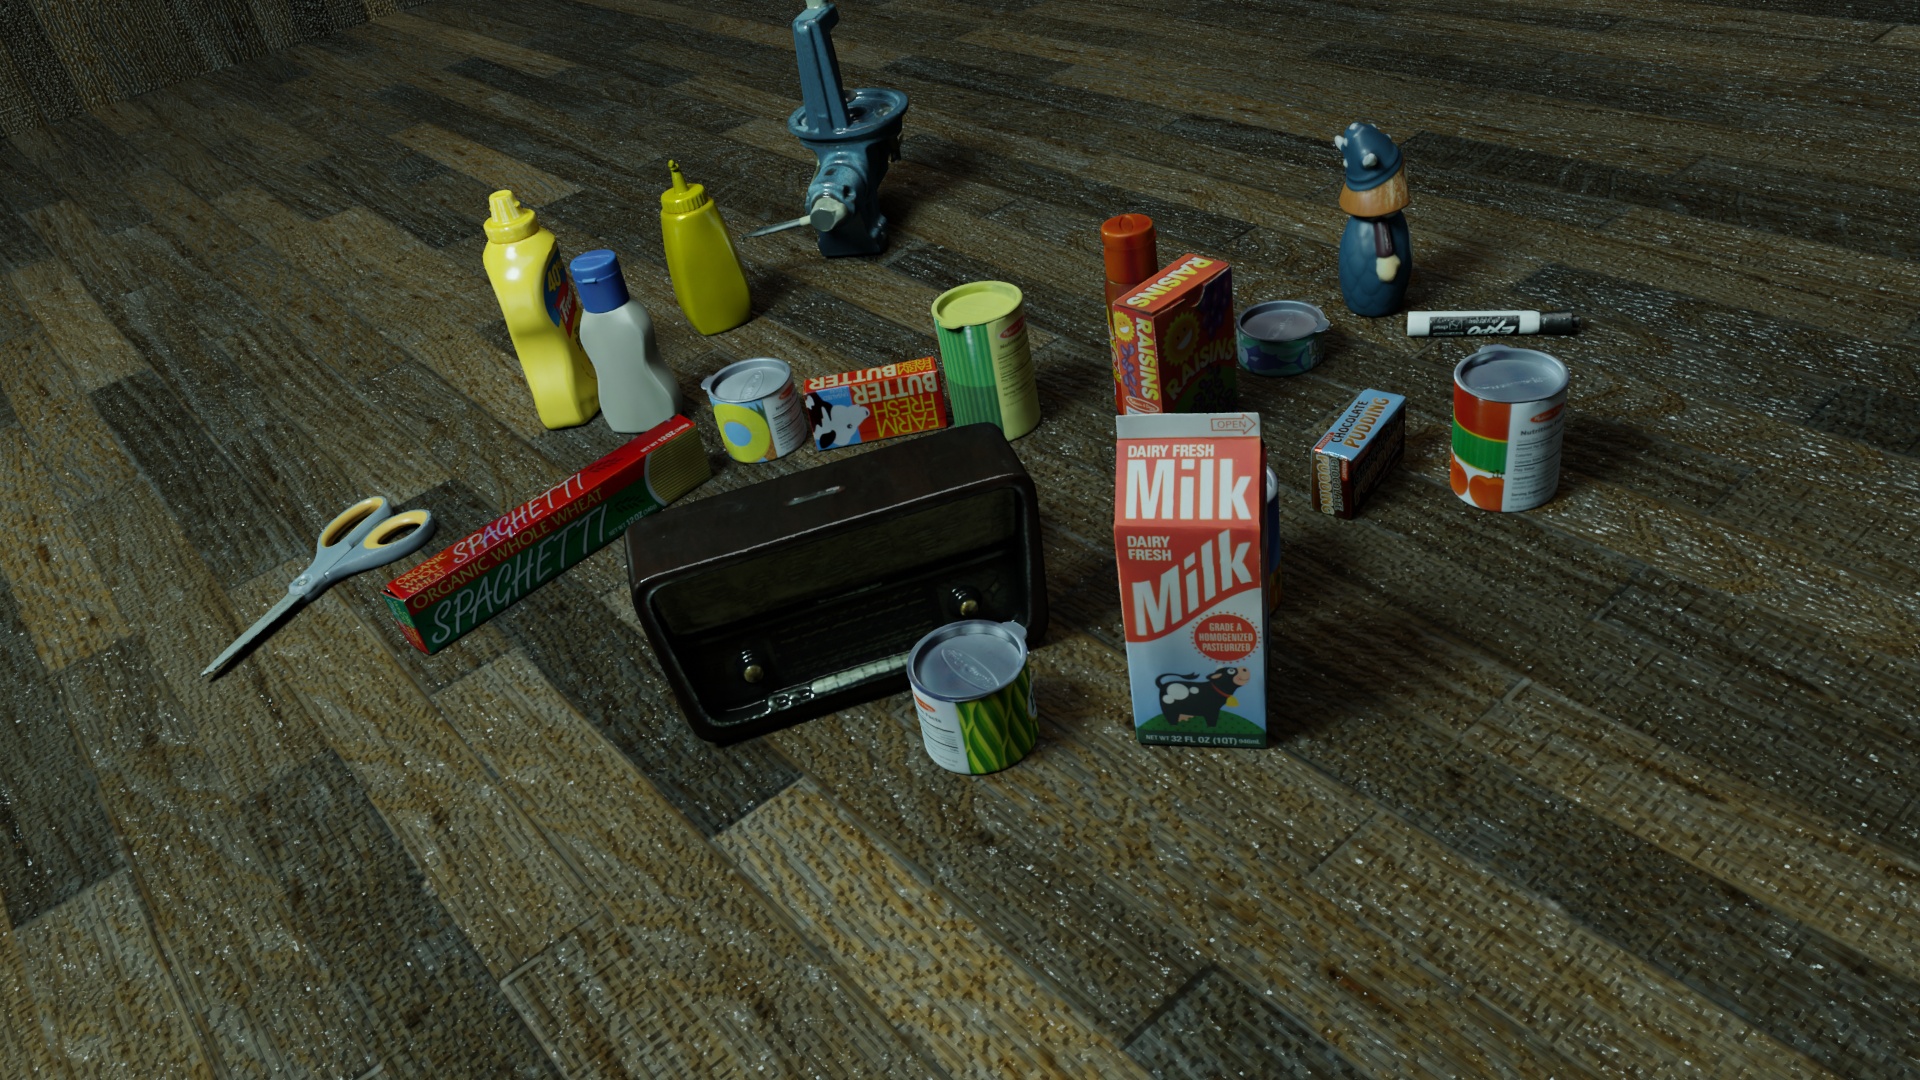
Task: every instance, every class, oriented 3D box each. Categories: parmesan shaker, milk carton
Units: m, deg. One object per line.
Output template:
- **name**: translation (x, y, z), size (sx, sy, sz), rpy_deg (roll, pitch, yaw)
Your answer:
- **parmesan shaker**: translation (0.018, -0.129, 1.025), size (0.071, 0.102, 0.072), rpy_deg (-7, 35, 5)
- **milk carton**: translation (0.123, 0.015, 0.721), size (0.072, 0.189, 0.074), rpy_deg (0, 37, 15)

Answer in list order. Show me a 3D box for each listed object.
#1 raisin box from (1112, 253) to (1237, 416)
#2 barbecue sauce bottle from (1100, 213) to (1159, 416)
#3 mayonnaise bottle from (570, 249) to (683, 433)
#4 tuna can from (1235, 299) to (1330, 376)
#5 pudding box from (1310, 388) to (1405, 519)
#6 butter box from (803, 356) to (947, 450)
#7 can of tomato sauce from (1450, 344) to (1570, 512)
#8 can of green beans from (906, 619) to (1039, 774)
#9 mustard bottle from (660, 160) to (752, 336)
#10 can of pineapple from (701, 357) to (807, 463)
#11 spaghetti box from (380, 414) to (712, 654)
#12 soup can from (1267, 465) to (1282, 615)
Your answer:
- **raisin box**: translation (0.151, -0.125, 0.965), size (0.086, 0.122, 0.040), rpy_deg (-35, 41, -30)
- **barbecue sauce bottle**: translation (0.127, -0.159, 0.998), size (0.044, 0.147, 0.065), rpy_deg (-6, 35, 7)
- **mayonnaise bottle**: translation (-0.268, -0.156, 1.102), size (0.065, 0.147, 0.041), rpy_deg (-4, 36, 10)
- **tuna can**: translation (0.246, -0.154, 1.058), size (0.071, 0.032, 0.071), rpy_deg (-7, 35, 5)
- **pudding box**: translation (0.260, -0.058, 0.906), size (0.030, 0.049, 0.084), rpy_deg (18, 45, 35)
- **butter box**: translation (-0.064, -0.104, 1.055), size (0.103, 0.052, 0.024), rpy_deg (-11, 35, 1)
- **can of tomato sauce**: translation (0.342, -0.070, 0.873), size (0.071, 0.082, 0.071), rpy_deg (-7, 35, 5)
- **can of green beans**: translation (0.008, 0.087, 0.767), size (0.071, 0.057, 0.071), rpy_deg (-7, 35, 5)
- **mustard bottle**: translation (-0.231, -0.263, 1.229), size (0.065, 0.159, 0.049), rpy_deg (-23, 37, -16)
- **can of pineapple**: translation (-0.158, -0.101, 1.073), size (0.071, 0.057, 0.071), rpy_deg (-7, 35, 5)
- **spaghetti box**: translation (-0.285, -0.008, 0.985), size (0.029, 0.050, 0.251), rpy_deg (23, 47, 39)
- **soup can**: translation (0.158, -0.001, 0.825), size (0.071, 0.083, 0.072), rpy_deg (-7, 35, 5)
